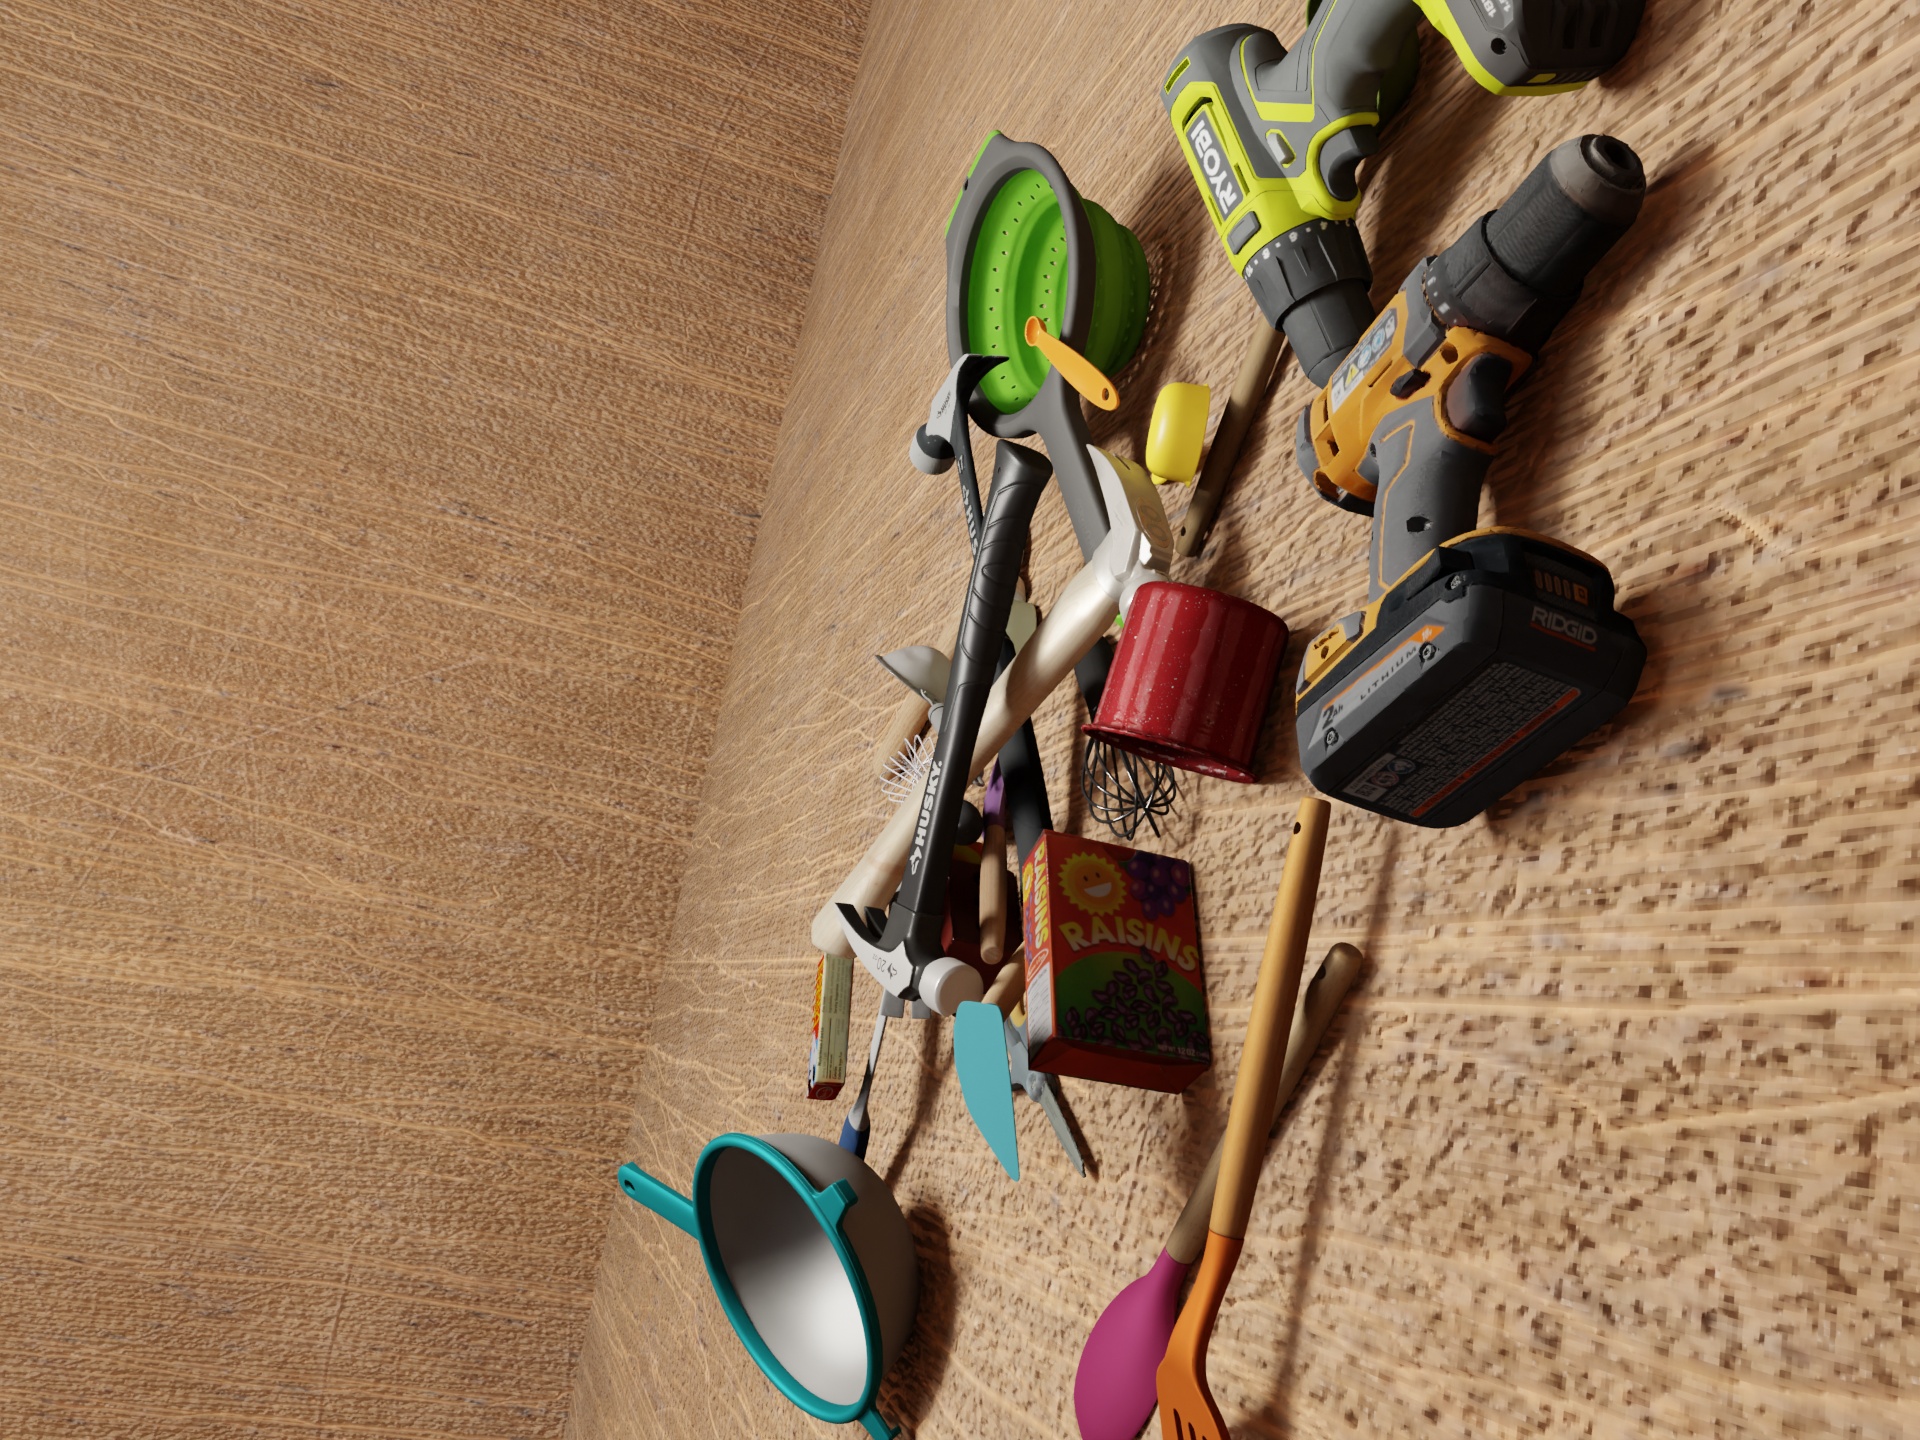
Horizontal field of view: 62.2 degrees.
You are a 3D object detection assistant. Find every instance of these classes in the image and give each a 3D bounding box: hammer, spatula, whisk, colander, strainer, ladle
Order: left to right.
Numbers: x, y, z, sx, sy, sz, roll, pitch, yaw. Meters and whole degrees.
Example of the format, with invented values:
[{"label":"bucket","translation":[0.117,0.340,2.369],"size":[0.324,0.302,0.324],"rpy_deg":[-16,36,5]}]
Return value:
[{"label":"strainer","translation":[-0.135,0.370,1.173],"size":[0.340,0.095,0.211],"rpy_deg":[6,110,50]},{"label":"hammer","translation":[-0.075,0.296,1.197],"size":[0.144,0.035,0.405],"rpy_deg":[-98,18,-56]},{"label":"whisk","translation":[-0.015,0.057,1.210],"size":[0.285,0.070,0.070],"rpy_deg":[-143,67,-79]},{"label":"strainer","translation":[-0.015,-0.008,1.246],"size":[0.050,0.086,0.259],"rpy_deg":[-51,26,12]},{"label":"hammer","translation":[-0.015,-0.055,1.403],"size":[0.331,0.031,0.130],"rpy_deg":[120,157,-47]},{"label":"hammer","translation":[-0.002,-0.003,0.950],"size":[0.146,0.035,0.335],"rpy_deg":[14,92,60]},{"label":"hammer","translation":[0.006,0.012,1.013],"size":[0.410,0.038,0.146],"rpy_deg":[-53,32,36]},{"label":"spatula","translation":[0.022,0.089,1.081],"size":[0.316,0.018,0.059],"rpy_deg":[-86,12,-72]},{"label":"hammer","translation":[0.026,-0.064,1.085],"size":[0.149,0.036,0.409],"rpy_deg":[122,142,-60]},{"label":"spatula","translation":[0.032,0.158,0.879],"size":[0.317,0.044,0.082],"rpy_deg":[-29,-67,-78]},{"label":"colander","translation":[0.092,-0.236,1.113],"size":[0.204,0.094,0.397],"rpy_deg":[124,136,-52]},{"label":"whisk","translation":[0.092,0.000,0.963],"size":[0.239,0.055,0.055],"rpy_deg":[-96,24,-62]},{"label":"spatula","translation":[0.125,0.192,0.669],"size":[0.081,0.041,0.322],"rpy_deg":[-177,100,-70]},{"label":"ladle","translation":[0.168,-0.236,0.872],"size":[0.078,0.062,0.320],"rpy_deg":[-117,39,-54]}]

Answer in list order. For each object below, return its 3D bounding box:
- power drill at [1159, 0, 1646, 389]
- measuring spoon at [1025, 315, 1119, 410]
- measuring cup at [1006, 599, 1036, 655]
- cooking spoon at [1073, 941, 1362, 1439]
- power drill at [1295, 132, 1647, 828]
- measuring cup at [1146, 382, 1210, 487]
[{"label":"power drill","translation":[0.190,-0.276,0.722],"size":[0.228,0.080,0.191],"rpy_deg":[-41,66,61]},{"label":"measuring spoon","translation":[0.074,-0.232,1.032],"size":[0.117,0.011,0.021],"rpy_deg":[52,138,42]},{"label":"measuring cup","translation":[0.015,-0.035,1.265],"size":[0.167,0.038,0.083],"rpy_deg":[124,155,-54]},{"label":"cooking spoon","translation":[0.111,0.228,0.737],"size":[0.069,0.017,0.318],"rpy_deg":[-108,35,-57]},{"label":"power drill","translation":[0.198,-0.096,0.607],"size":[0.185,0.084,0.226],"rpy_deg":[126,157,-51]},{"label":"measuring cup","translation":[0.121,-0.166,0.967],"size":[0.156,0.029,0.062],"rpy_deg":[159,122,-86]}]
